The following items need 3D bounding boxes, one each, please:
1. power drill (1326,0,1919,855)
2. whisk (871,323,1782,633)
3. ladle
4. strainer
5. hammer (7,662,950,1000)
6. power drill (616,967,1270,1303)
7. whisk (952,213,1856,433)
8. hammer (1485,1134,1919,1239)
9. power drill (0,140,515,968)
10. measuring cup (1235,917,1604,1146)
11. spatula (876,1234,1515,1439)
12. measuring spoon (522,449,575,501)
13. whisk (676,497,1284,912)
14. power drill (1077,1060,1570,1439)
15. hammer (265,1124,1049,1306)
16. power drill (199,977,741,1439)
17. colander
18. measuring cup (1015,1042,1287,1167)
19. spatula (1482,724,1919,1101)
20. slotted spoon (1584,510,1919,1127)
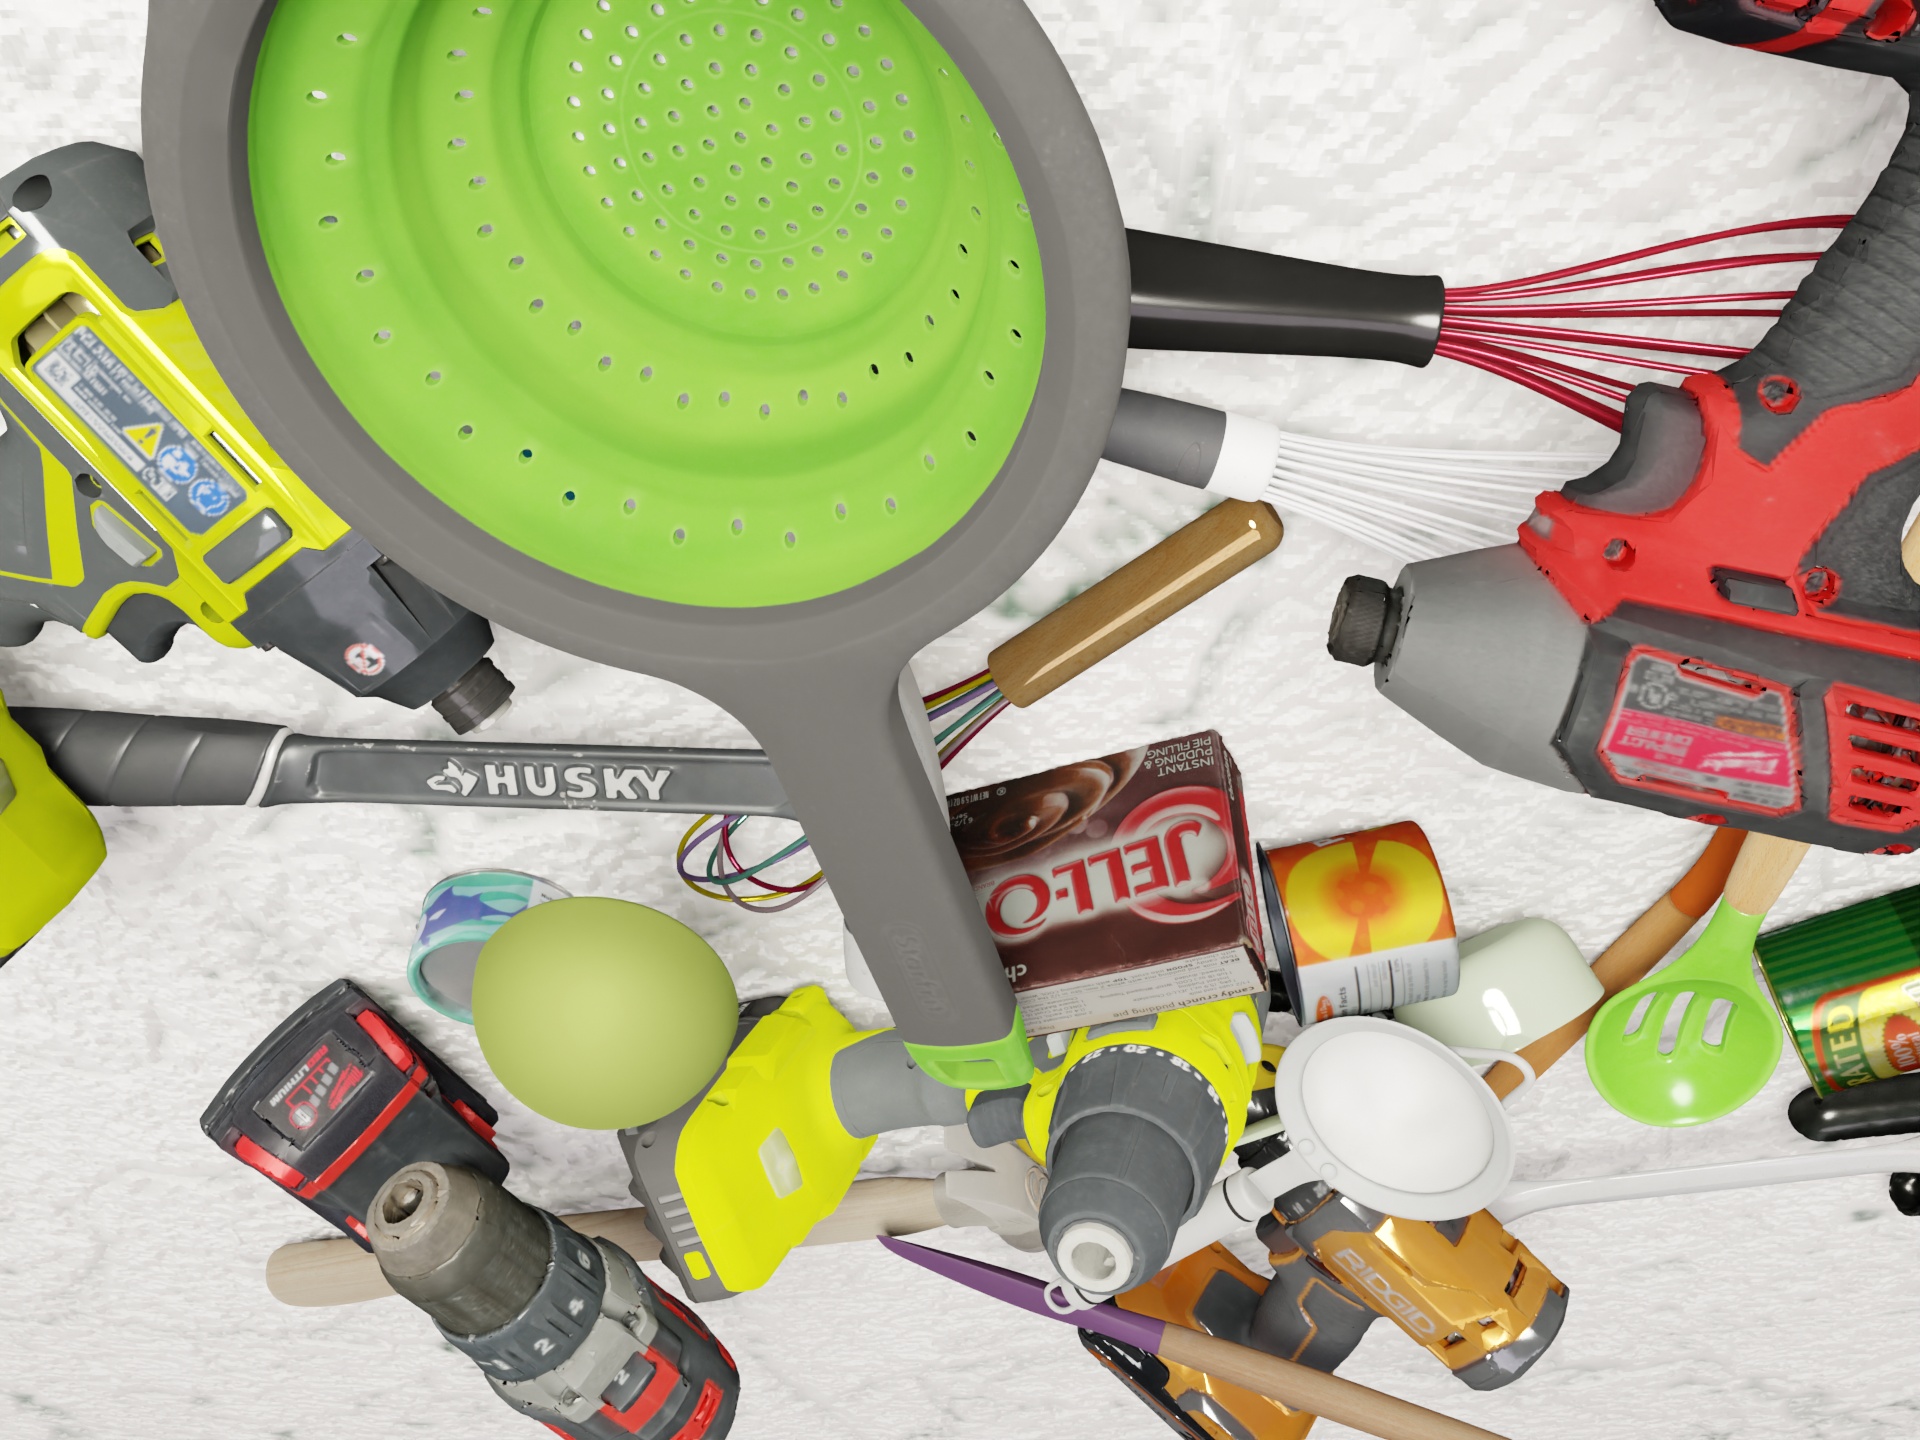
[{"bbox_3d":[0.171,-0.083,0.343,0.143,0.078,0.219,12,112,5],"label":"power drill"},{"bbox_3d":[0.109,-0.066,0.443,0.284,0.070,0.070,14,135,-5],"label":"whisk"},{"bbox_3d":[-0.139,0.118,0.579,0.078,0.062,0.320,19,161,-11],"label":"ladle"},{"bbox_3d":[0.116,0.176,0.609,0.087,0.050,0.258,49,124,2],"label":"strainer"},{"bbox_3d":[-0.207,0.012,0.516,0.409,0.036,0.149,2,115,7],"label":"hammer"},{"bbox_3d":[-0.005,0.147,0.583,0.228,0.190,0.080,-15,104,23],"label":"power drill"},{"bbox_3d":[0.140,-0.101,0.410,0.296,0.073,0.073,6,136,1],"label":"whisk"},{"bbox_3d":[0.404,0.188,0.680,0.405,0.035,0.143,-13,134,20],"label":"hammer"},{"bbox_3d":[-0.247,-0.023,0.442,0.223,0.080,0.171,-31,112,19],"label":"power drill"},{"bbox_3d":[0.166,0.125,0.629,0.167,0.038,0.083,-27,172,14],"label":"measuring cup"},{"bbox_3d":[0.112,0.275,0.685,0.316,0.018,0.059,14,154,16],"label":"spatula"},{"bbox_3d":[-0.171,-0.048,0.487,0.128,0.021,0.042,-14,135,13],"label":"measuring spoon"},{"bbox_3d":[0.000,-0.001,0.525,0.245,0.051,0.047,-33,102,23],"label":"whisk"},{"bbox_3d":[0.136,0.245,0.731,0.185,0.084,0.226,41,138,7],"label":"power drill"},{"bbox_3d":[-0.162,0.248,0.772,0.410,0.038,0.146,-11,151,15],"label":"hammer"},{"bbox_3d":[-0.196,0.184,0.600,0.227,0.080,0.187,23,152,39],"label":"power drill"},{"bbox_3d":[-0.039,-0.053,0.408,0.204,0.095,0.396,-6,131,17],"label":"colander"},{"bbox_3d":[0.076,0.159,0.663,0.156,0.029,0.062,-26,101,46],"label":"measuring cup"},{"bbox_3d":[0.272,0.092,0.623,0.081,0.041,0.322,15,136,-6],"label":"spatula"},{"bbox_3d":[0.273,0.044,0.530,0.070,0.031,0.313,6,137,10],"label":"slotted spoon"}]
